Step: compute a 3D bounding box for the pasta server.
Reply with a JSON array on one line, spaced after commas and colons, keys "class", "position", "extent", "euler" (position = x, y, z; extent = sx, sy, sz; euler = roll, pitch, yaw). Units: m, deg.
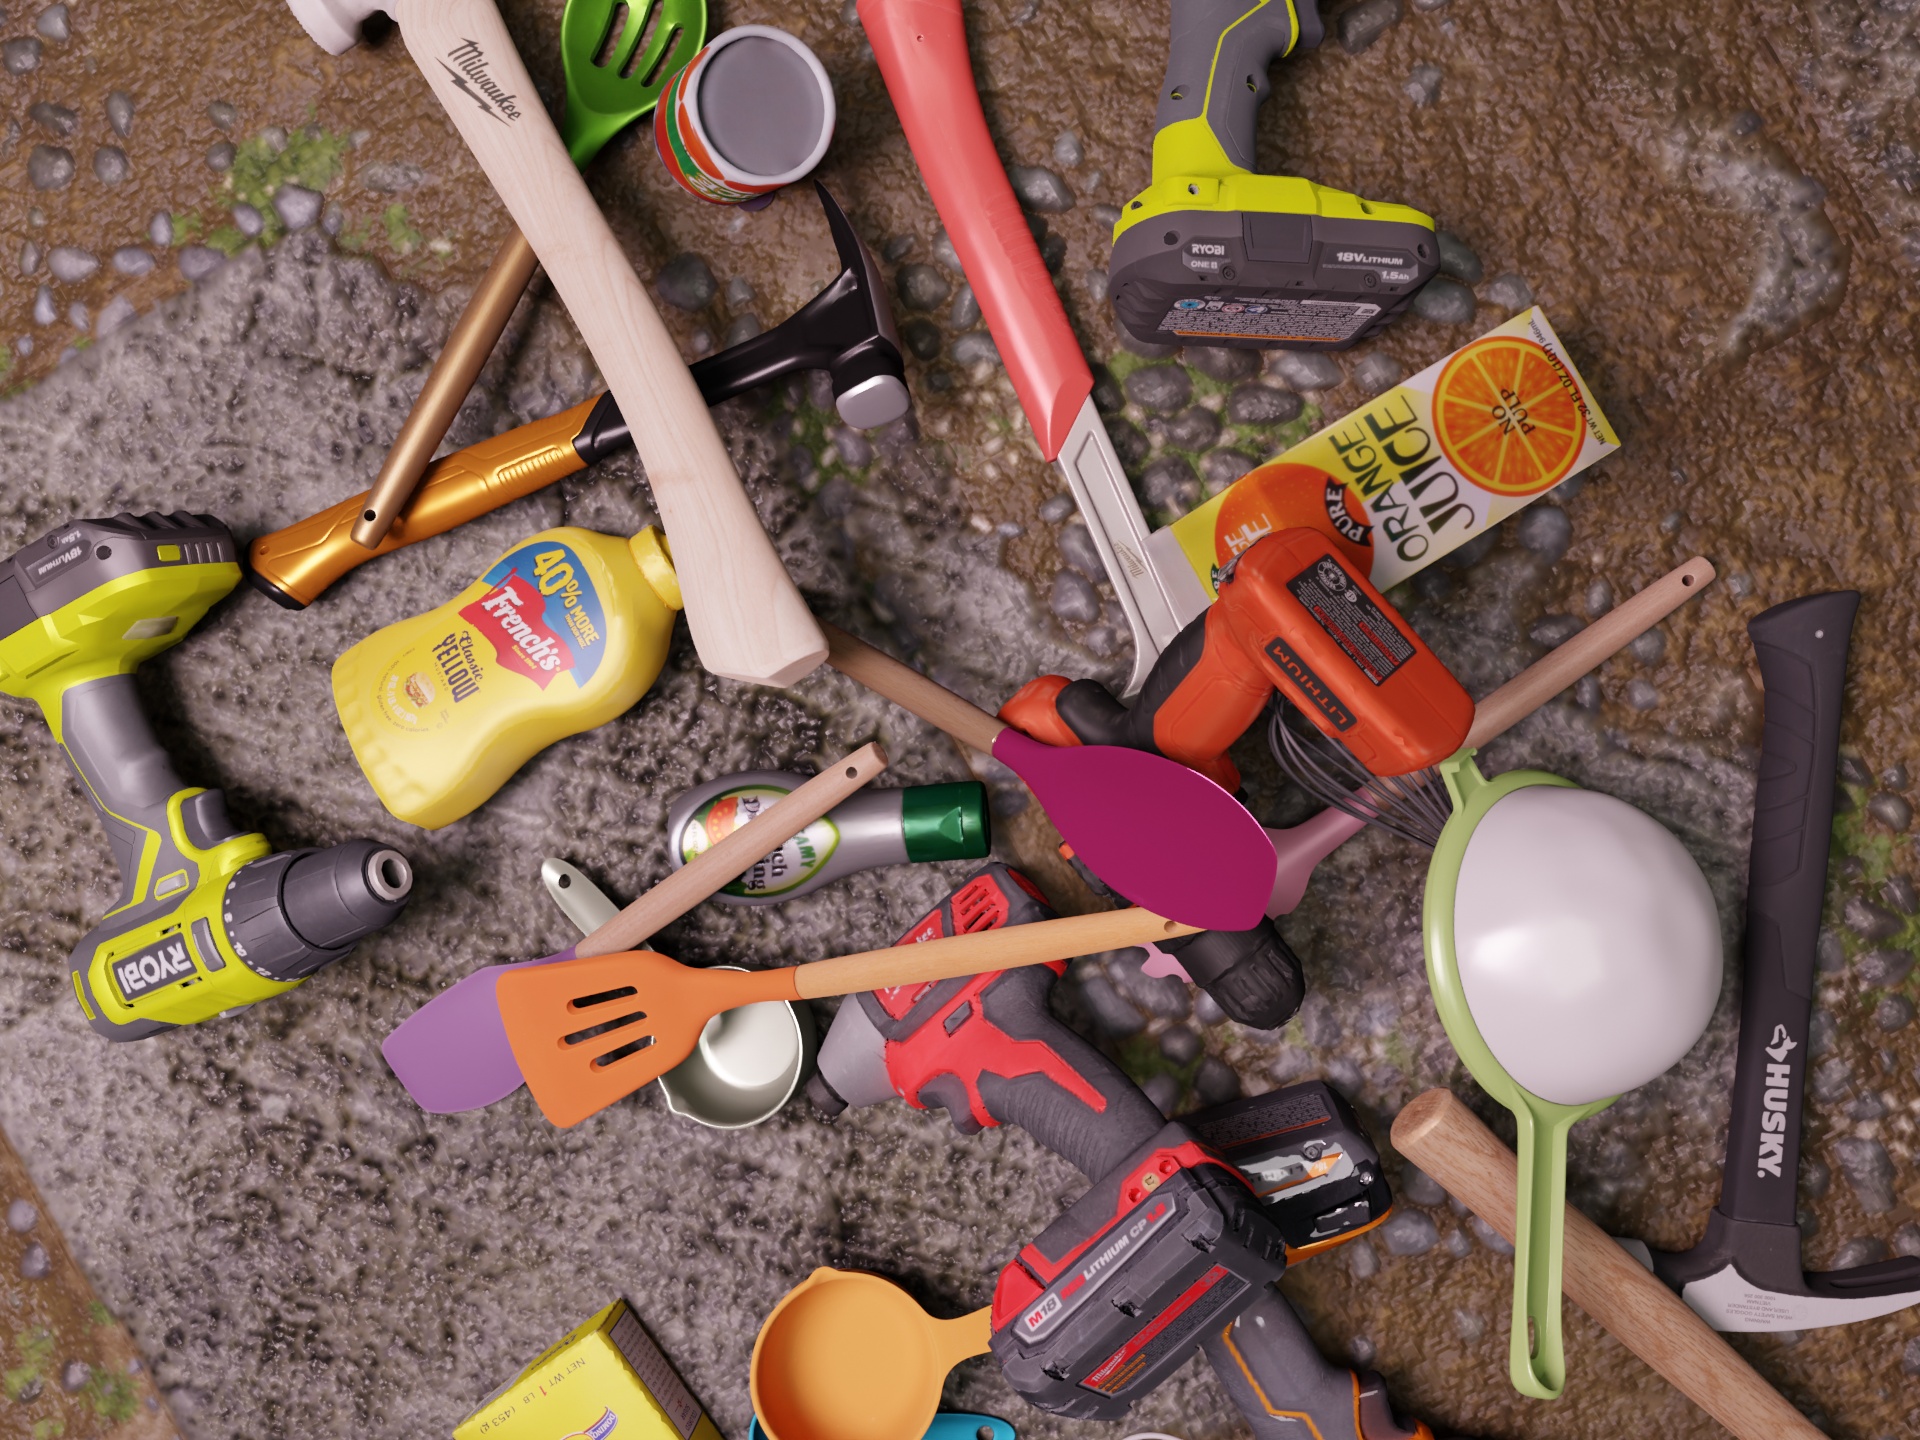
[{"class": "pasta server", "position": [0.210, 0.021, 0.733], "extent": [0.316, 0.040, 0.060], "euler": [-35, 89, 1]}]

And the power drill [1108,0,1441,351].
[{"class": "power drill", "position": [0.141, -0.282, 0.693], "extent": [0.171, 0.080, 0.223], "euler": [1, 84, -6]}]

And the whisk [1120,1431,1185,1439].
[{"class": "whisk", "position": [0.166, 0.359, 0.670], "extent": [0.246, 0.057, 0.059], "euler": [21, 64, -9]}]

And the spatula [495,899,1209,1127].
[{"class": "spatula", "position": [-0.050, 0.115, 0.690], "extent": [0.322, 0.041, 0.081], "euler": [-13, 103, 20]}]

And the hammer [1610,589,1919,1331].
[{"class": "hammer", "position": [0.374, 0.108, 0.715], "extent": [0.146, 0.035, 0.335], "euler": [4, 92, 6]}]

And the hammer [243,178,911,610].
[{"class": "hammer", "position": [-0.189, -0.135, 0.744], "extent": [0.337, 0.034, 0.127], "euler": [-21, 61, 11]}]

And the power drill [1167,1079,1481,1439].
[{"class": "power drill", "position": [0.167, 0.287, 0.720], "extent": [0.164, 0.084, 0.226], "euler": [-17, 95, 5]}]

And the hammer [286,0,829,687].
[{"class": "hammer", "position": [-0.154, -0.202, 0.692], "extent": [0.146, 0.038, 0.411], "euler": [-30, 78, 8]}]

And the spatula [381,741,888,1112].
[{"class": "spatula", "position": [-0.155, 0.100, 0.738], "extent": [0.316, 0.018, 0.060], "euler": [-35, 92, 21]}]

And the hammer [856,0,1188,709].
[{"class": "hammer", "position": [0.028, -0.168, 0.736], "extent": [0.149, 0.037, 0.359], "euler": [-24, 90, 6]}]

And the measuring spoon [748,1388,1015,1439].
[{"class": "measuring spoon", "position": [-0.038, 0.346, 0.773], "extent": [0.128, 0.021, 0.042], "euler": [2, 77, -4]}]

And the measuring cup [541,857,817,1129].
[{"class": "measuring cup", "position": [-0.137, 0.123, 0.766], "extent": [0.168, 0.038, 0.083], "euler": [42, 98, 14]}]

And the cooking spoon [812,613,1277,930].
[{"class": "cooking spoon", "position": [-0.001, -0.002, 0.685], "extent": [0.319, 0.017, 0.068], "euler": [29, 124, 30]}]

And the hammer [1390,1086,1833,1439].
[{"class": "hammer", "position": [0.321, 0.276, 0.697], "extent": [0.331, 0.031, 0.130], "euler": [42, 107, -4]}]

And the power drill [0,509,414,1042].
[{"class": "power drill", "position": [-0.359, 0.023, 0.739], "extent": [0.190, 0.080, 0.228], "euler": [-21, 90, 25]}]

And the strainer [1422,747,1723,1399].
[{"class": "strainer", "position": [0.258, 0.140, 0.641], "extent": [0.151, 0.069, 0.256], "euler": [21, 68, -28]}]

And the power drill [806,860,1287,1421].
[{"class": "power drill", "position": [0.023, 0.175, 0.682], "extent": [0.143, 0.078, 0.220], "euler": [-42, 48, 3]}]

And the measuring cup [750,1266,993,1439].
[{"class": "measuring cup", "position": [-0.013, 0.292, 0.751], "extent": [0.173, 0.052, 0.095], "euler": [-14, 77, -9]}]

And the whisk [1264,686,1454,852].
[{"class": "whisk", "position": [0.217, 0.056, 0.701], "extent": [0.238, 0.055, 0.055], "euler": [40, 95, -16]}]

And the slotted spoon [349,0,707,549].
[{"class": "slotted spoon", "position": [-0.205, -0.220, 0.739], "extent": [0.070, 0.031, 0.314], "euler": [26, 85, 4]}]
